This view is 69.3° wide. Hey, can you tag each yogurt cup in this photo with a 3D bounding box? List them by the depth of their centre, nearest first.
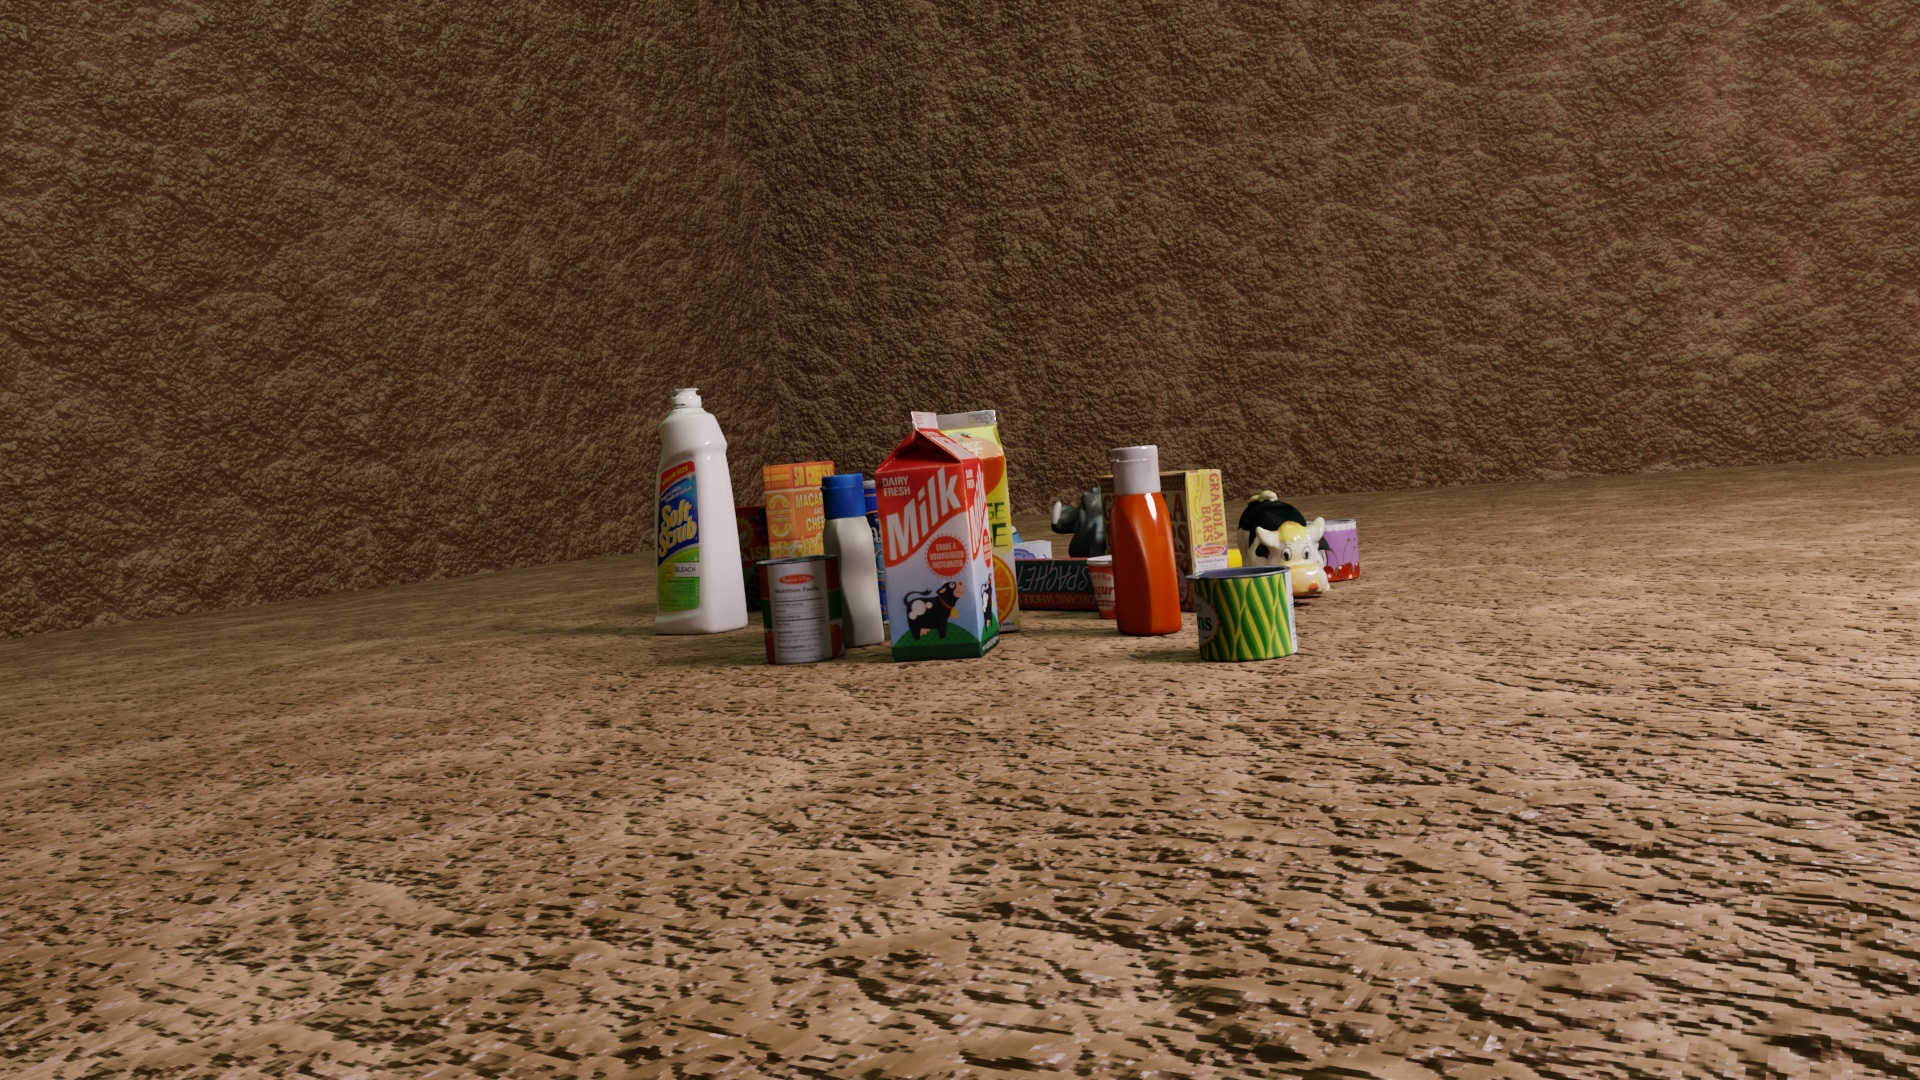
[{"bbox_3d":[0.148,0.040,1.234,0.072,0.054,0.072,-5,3,0],"label":"yogurt cup"}]

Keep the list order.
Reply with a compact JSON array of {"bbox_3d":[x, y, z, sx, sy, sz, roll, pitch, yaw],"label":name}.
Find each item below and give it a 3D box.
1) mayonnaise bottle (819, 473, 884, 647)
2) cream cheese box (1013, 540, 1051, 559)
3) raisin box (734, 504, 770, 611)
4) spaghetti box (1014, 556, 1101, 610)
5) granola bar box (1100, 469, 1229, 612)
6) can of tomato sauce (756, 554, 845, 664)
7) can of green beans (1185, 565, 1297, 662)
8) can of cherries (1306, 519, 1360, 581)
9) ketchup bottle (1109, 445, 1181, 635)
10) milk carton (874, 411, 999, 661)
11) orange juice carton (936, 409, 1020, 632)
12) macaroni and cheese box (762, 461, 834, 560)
[{"bbox_3d":[-0.096,0.017,1.206,0.041,0.148,0.064,-6,3,-22],"label":"mayonnaise bottle"},{"bbox_3d":[0.055,0.031,1.570,0.104,0.053,0.024,-7,3,-26],"label":"cream cheese box"},{"bbox_3d":[-0.238,0.020,1.627,0.086,0.123,0.040,-5,2,0],"label":"raisin box"},{"bbox_3d":[0.056,0.043,1.377,0.029,0.050,0.250,-8,4,-42],"label":"spaghetti box"},{"bbox_3d":[0.186,-0.001,1.285,0.039,0.124,0.165,-6,3,-21],"label":"granola bar box"},{"bbox_3d":[-0.130,0.056,1.143,0.071,0.083,0.071,-5,3,0],"label":"can of tomato sauce"},{"bbox_3d":[0.193,0.049,0.944,0.071,0.057,0.071,-5,3,0],"label":"can of green beans"},{"bbox_3d":[0.360,0.011,1.382,0.071,0.058,0.071,-5,3,0],"label":"can of cherries"},{"bbox_3d":[0.144,0.000,1.106,0.043,0.148,0.064,-6,3,-22],"label":"ketchup bottle"},{"bbox_3d":[-0.019,-0.005,1.086,0.073,0.190,0.072,-5,2,13],"label":"milk carton"},{"bbox_3d":[0.004,-0.015,1.210,0.072,0.192,0.073,-6,2,-6],"label":"orange juice carton"},{"bbox_3d":[-0.178,-0.005,1.584,0.040,0.166,0.124,-5,3,18],"label":"macaroni and cheese box"}]
